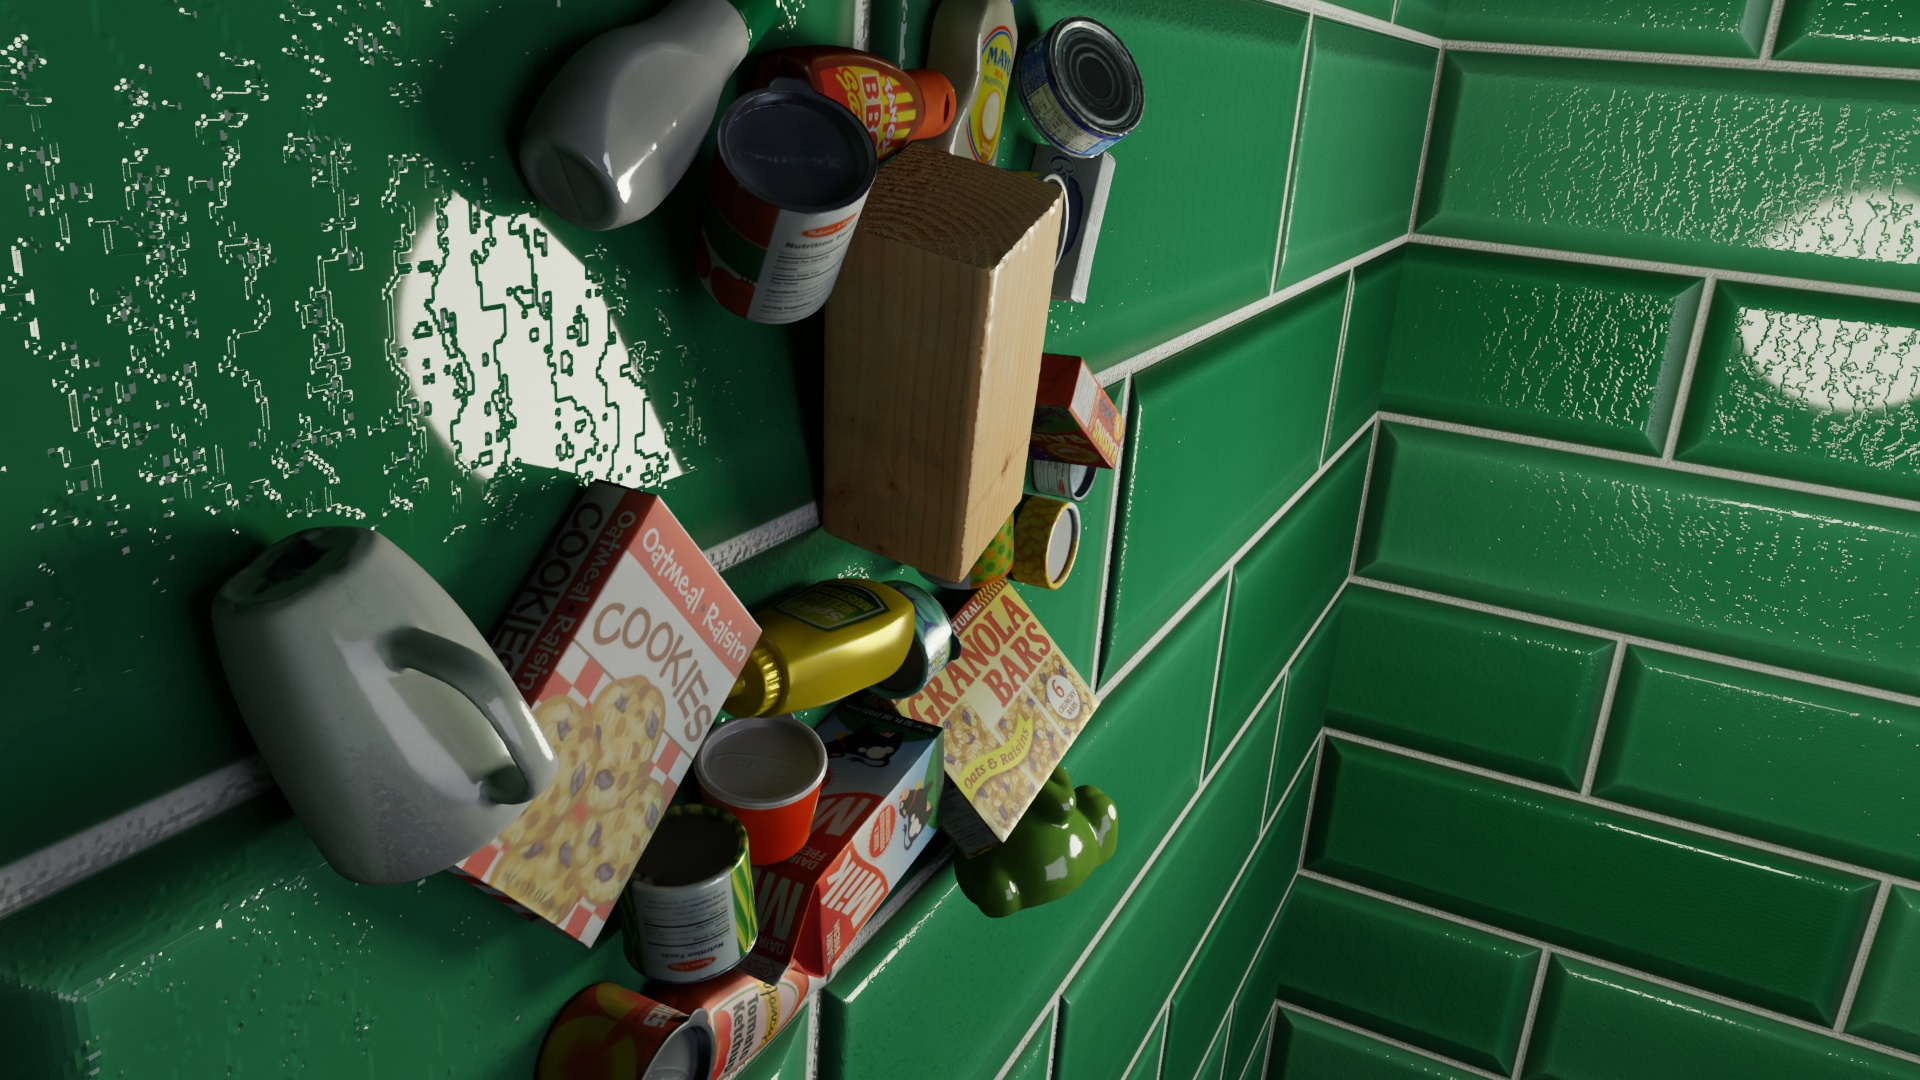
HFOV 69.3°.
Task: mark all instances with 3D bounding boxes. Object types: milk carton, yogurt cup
[{"bbox_3d":[-0.082,0.176,0.789,0.191,0.072,0.073,-43,140,-52],"label":"milk carton"},{"bbox_3d":[-0.105,0.132,0.728,0.073,0.072,0.053,-47,150,-49],"label":"yogurt cup"}]

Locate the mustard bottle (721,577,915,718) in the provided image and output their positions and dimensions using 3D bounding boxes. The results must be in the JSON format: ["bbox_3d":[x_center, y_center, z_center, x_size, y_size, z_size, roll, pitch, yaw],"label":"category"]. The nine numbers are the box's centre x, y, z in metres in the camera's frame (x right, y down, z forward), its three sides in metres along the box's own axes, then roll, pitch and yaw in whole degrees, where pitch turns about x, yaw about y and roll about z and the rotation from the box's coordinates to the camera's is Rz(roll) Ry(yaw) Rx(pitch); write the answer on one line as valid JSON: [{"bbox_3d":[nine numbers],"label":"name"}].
[{"bbox_3d":[-0.086,0.061,0.734,0.161,0.065,0.048,-23,127,-57],"label":"mustard bottle"}]

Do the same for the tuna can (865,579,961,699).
[{"bbox_3d":[-0.038,0.061,0.832,0.033,0.071,0.070,-41,138,-52],"label":"tuna can"}]

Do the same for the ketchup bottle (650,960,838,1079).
[{"bbox_3d":[-0.120,0.258,0.781,0.149,0.043,0.064,-8,109,-66],"label":"ketchup bottle"}]

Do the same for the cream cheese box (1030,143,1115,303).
[{"bbox_3d":[0.068,-0.216,0.949,0.024,0.053,0.103,13,90,-66],"label":"cream cheese box"}]

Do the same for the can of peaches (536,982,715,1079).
[{"bbox_3d":[-0.160,0.252,0.670,0.071,0.058,0.071,-41,137,-53],"label":"can of peaches"}]

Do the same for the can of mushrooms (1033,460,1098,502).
[{"bbox_3d":[0.085,-0.066,1.090,0.071,0.033,0.070,-41,137,-53],"label":"can of mushrooms"}]

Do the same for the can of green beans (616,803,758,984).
[{"bbox_3d":[-0.134,0.171,0.676,0.071,0.071,0.057,-43,139,-52],"label":"can of green beans"}]

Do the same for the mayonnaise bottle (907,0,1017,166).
[{"bbox_3d":[0.006,-0.273,0.796,0.065,0.041,0.148,2,100,-64],"label":"mayonnaise bottle"}]

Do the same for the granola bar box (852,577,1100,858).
[{"bbox_3d":[0.014,0.111,0.930,0.124,0.039,0.166,52,38,-5],"label":"granola bar box"}]

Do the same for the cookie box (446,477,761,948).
[{"bbox_3d":[-0.160,0.075,0.603,0.168,0.040,0.122,-64,154,-25],"label":"cookie box"}]

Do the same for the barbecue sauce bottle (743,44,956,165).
[{"bbox_3d":[-0.051,-0.215,0.695,0.149,0.044,0.064,-36,138,-57],"label":"barbecue sauce bottle"}]

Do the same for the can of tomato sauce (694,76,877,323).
[{"bbox_3d":[-0.079,-0.145,0.604,0.071,0.071,0.082,-62,-177,-31],"label":"can of tomato sauce"}]

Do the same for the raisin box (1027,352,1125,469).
[{"bbox_3d":[0.054,-0.089,0.943,0.123,0.086,0.040,40,61,-64],"label":"raisin box"}]

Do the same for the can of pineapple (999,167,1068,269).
[{"bbox_3d":[0.028,-0.197,0.862,0.071,0.058,0.070,-42,138,-53],"label":"can of pineapple"}]

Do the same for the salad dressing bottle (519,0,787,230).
[{"bbox_3d":[-0.118,-0.187,0.559,0.064,0.044,0.148,79,32,-50],"label":"salad dressing bottle"}]

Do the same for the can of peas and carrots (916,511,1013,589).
[{"bbox_3d":[0.003,-0.011,0.891,0.071,0.071,0.058,-48,144,-48],"label":"can of peas and carrots"}]

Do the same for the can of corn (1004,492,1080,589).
[{"bbox_3d":[0.048,0.001,1.008,0.071,0.058,0.070,-42,138,-53],"label":"can of corn"}]
